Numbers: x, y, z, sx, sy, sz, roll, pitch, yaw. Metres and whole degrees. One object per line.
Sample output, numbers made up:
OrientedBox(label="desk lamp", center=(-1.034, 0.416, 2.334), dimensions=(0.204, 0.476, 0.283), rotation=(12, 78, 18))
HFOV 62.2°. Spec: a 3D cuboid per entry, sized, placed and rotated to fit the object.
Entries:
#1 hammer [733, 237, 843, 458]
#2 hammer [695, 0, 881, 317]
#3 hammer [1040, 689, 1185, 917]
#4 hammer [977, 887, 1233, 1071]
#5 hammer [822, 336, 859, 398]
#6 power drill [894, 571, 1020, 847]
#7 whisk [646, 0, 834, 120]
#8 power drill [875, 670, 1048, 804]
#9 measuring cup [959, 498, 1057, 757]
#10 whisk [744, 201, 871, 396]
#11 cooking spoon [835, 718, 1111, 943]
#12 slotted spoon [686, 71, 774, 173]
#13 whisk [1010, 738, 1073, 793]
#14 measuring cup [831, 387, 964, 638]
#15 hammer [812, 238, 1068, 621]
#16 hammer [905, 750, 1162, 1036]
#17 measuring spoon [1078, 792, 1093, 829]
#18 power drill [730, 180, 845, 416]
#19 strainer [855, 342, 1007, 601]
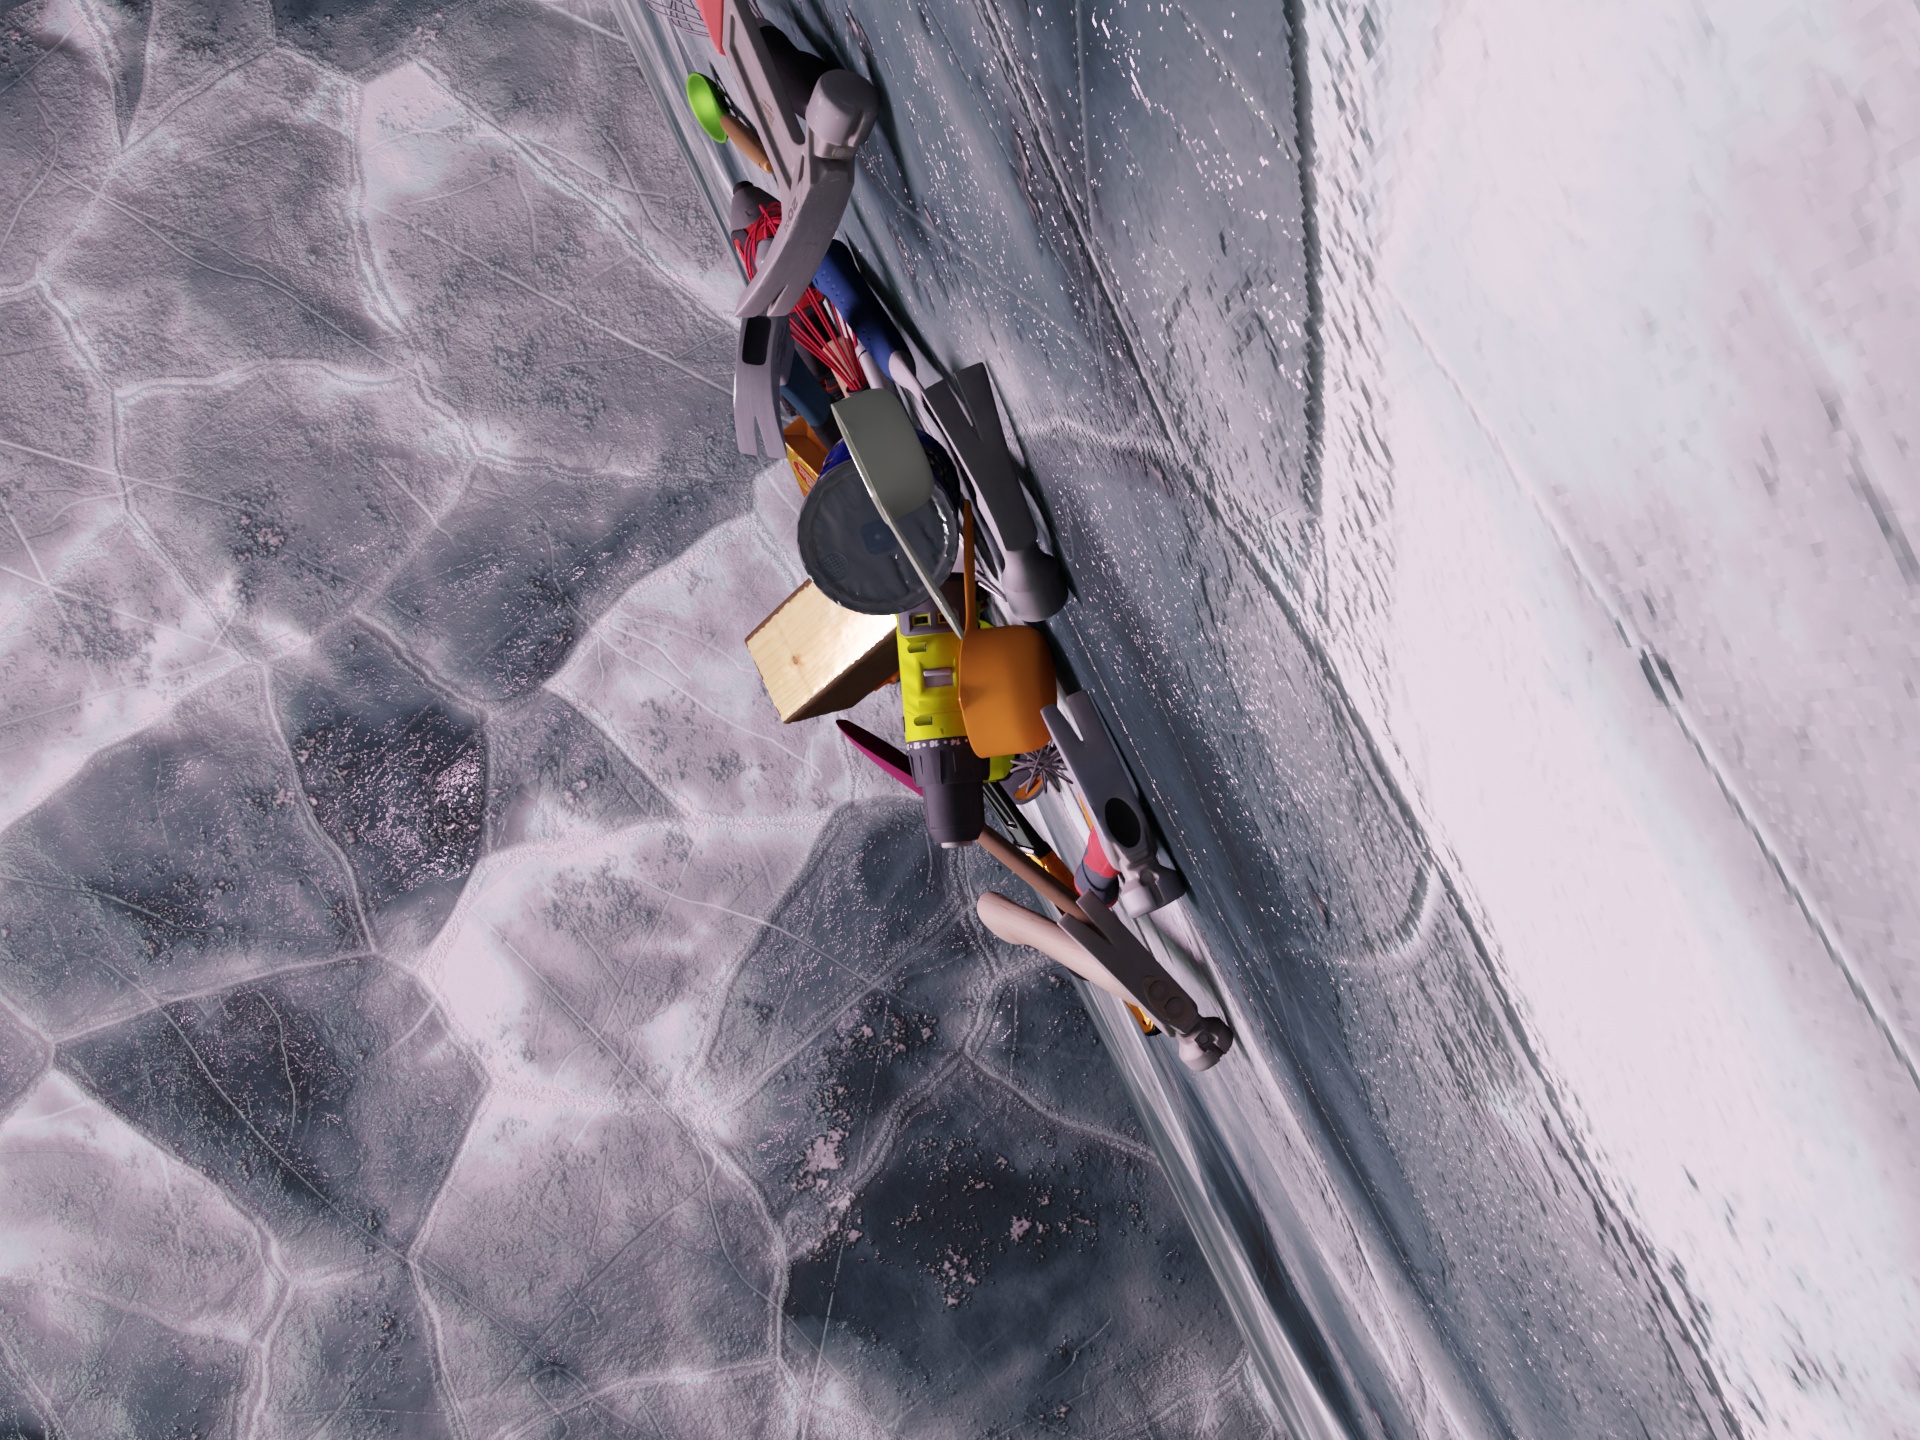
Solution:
OrientedBox(label="hammer", center=(-0.100, -0.225, 1.159), dimensions=(0.331, 0.033, 0.128), rotation=(33, -112, -78))
OrientedBox(label="hammer", center=(-0.136, -0.395, 0.845), dimensions=(0.149, 0.036, 0.359), rotation=(-50, 56, 51))
OrientedBox(label="hammer", center=(0.099, 0.082, 1.155), dimensions=(0.386, 0.038, 0.143), rotation=(79, 167, -79))
OrientedBox(label="hammer", center=(0.075, 0.168, 1.241), dimensions=(0.146, 0.038, 0.411), rotation=(47, 170, -11))
OrientedBox(label="hammer", center=(-0.045, -0.197, 1.465), dimensions=(0.130, 0.031, 0.331), rotation=(152, 93, -87))
OrientedBox(label="power drill", center=(-0.002, -0.004, 1.200), dimensions=(0.228, 0.080, 0.190), rotation=(16, -112, -84))
OrientedBox(label="whisk", center=(-0.124, -0.398, 0.906), dimensions=(0.285, 0.070, 0.070), rotation=(55, 172, 43))
OrientedBox(label="power drill", center=(-0.014, -0.013, 1.531), dimensions=(0.226, 0.084, 0.164), rotation=(43, 179, -5))
OrientedBox(label="measuring cup", center=(0.032, -0.062, 1.060), dimensions=(0.095, 0.052, 0.173), rotation=(-18, -75, -75))
OrientedBox(label="whisk", center=(-0.092, -0.289, 1.294), dimensions=(0.295, 0.073, 0.073), rotation=(59, -178, -37))
OrientedBox(label="cooking spoon", center=(0.024, 0.096, 1.276), dimensions=(0.319, 0.017, 0.068), rotation=(37, -170, 11))
OrientedBox(label="slotted spoon", center=(-0.209, -0.547, 1.473), dimensions=(0.314, 0.031, 0.070), rotation=(-122, 10, -54))
OrientedBox(label="whisk", center=(0.067, 0.031, 1.270), dimensions=(0.239, 0.055, 0.055), rotation=(15, -131, -87))
OrientedBox(label="measuring cup", center=(-0.023, -0.120, 0.906), dimensions=(0.168, 0.038, 0.083), rotation=(61, 177, 23))
OrientedBox(label="hammer", center=(-0.034, -0.218, 0.978), dimensions=(0.406, 0.035, 0.143), rotation=(-118, 4, -51))
OrientedBox(label="hammer", center=(0.073, 0.133, 1.392), dimensions=(0.337, 0.034, 0.127), rotation=(54, 143, 8))
OrientedBox(label="measuring spoon", center=(0.112, 0.101, 1.341), dimensions=(0.021, 0.011, 0.116), rotation=(-118, 4, -48))
OrientedBox(label="power drill", center=(-0.165, -0.399, 1.503), dimensions=(0.219, 0.078, 0.143), rotation=(79, 165, -69))
OrientedBox(label="strainer", center=(-0.035, -0.194, 1.215), dimensions=(0.086, 0.050, 0.259), rotation=(59, -171, -74))
